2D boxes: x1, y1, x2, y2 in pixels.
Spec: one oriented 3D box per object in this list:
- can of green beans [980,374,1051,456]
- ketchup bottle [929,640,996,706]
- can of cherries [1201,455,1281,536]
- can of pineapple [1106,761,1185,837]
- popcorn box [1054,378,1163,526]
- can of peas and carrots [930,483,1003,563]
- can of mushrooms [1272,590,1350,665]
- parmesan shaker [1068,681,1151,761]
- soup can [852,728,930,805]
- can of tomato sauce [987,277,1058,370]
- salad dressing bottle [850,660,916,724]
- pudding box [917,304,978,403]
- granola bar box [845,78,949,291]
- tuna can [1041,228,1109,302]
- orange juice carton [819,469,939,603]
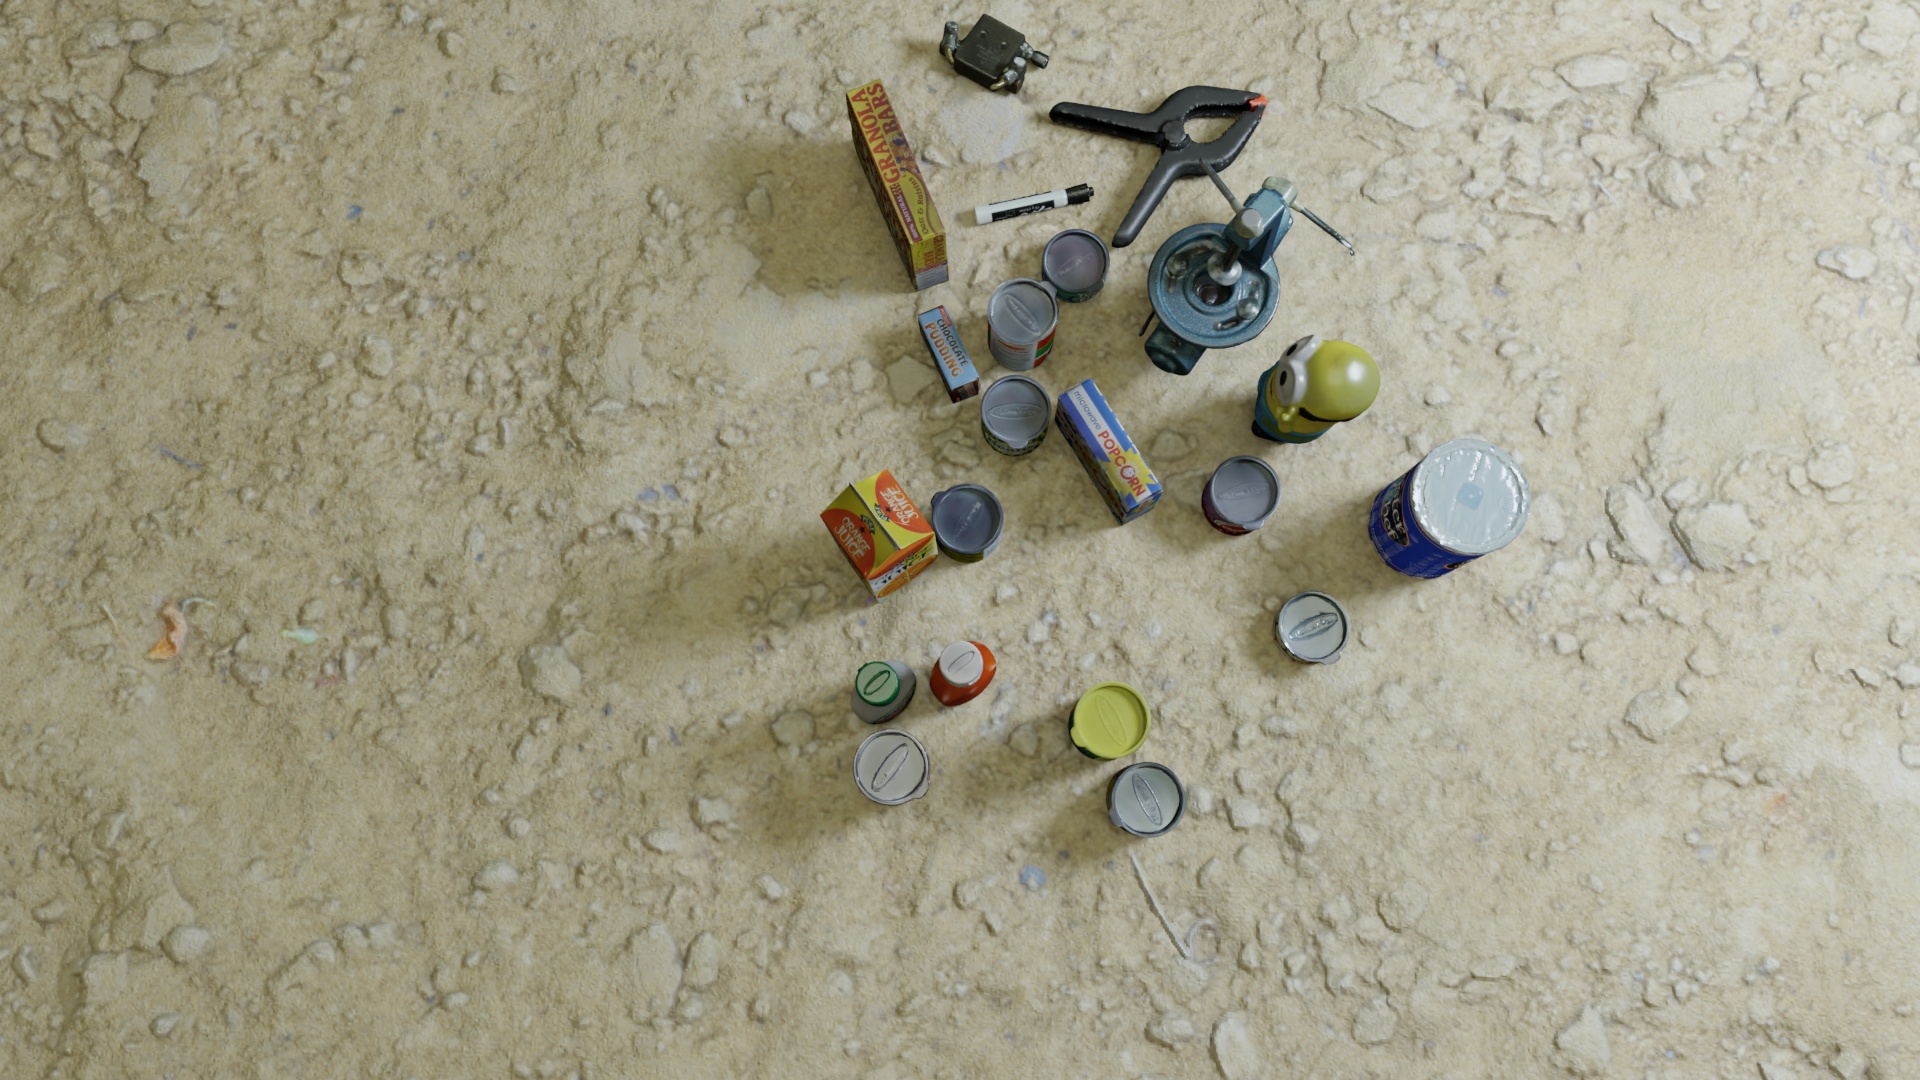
[{"bbox_3d":[0.052,-0.118,1.321,0.071,0.057,0.071,0,79,1],"label":"can of green beans"},{"bbox_3d":[0.002,0.115,1.229,0.065,0.148,0.043,-37,81,-6],"label":"ketchup bottle"},{"bbox_3d":[0.262,-0.039,1.303,0.071,0.058,0.071,0,79,1],"label":"can of cherries"},{"bbox_3d":[0.164,0.233,1.251,0.071,0.057,0.071,0,79,1],"label":"can of pineapple"},{"bbox_3d":[0.136,-0.082,1.299,0.038,0.085,0.127,-31,80,-5],"label":"popcorn box"},{"bbox_3d":[0.005,-0.016,1.301,0.071,0.058,0.071,0,79,1],"label":"can of peas and carrots"},{"bbox_3d":[0.326,0.084,1.291,0.071,0.033,0.071,0,79,1],"label":"can of mushrooms"},{"bbox_3d":[0.129,0.164,1.242,0.071,0.103,0.071,0,79,1],"label":"parmesan shaker"},{"bbox_3d":[-0.058,0.206,1.245,0.071,0.083,0.071,0,79,1],"label":"soup can"},{"bbox_3d":[0.059,-0.207,1.326,0.071,0.083,0.071,0,79,1],"label":"can of tomato sauce"},{"bbox_3d":[-0.070,0.132,1.227,0.064,0.147,0.044,-42,82,-7],"label":"salad dressing bottle"},{"bbox_3d":[-0.011,-0.179,1.338,0.030,0.049,0.084,-24,80,-4],"label":"pudding box"},{"bbox_3d":[-0.060,-0.336,1.332,0.039,0.124,0.165,-22,80,-3],"label":"granola bar box"},{"bbox_3d":[0.114,-0.267,1.363,0.071,0.032,0.071,0,79,1],"label":"tuna can"},{"bbox_3d":[-0.070,-0.005,1.231,0.073,0.192,0.072,-35,81,-6],"label":"orange juice carton"}]
